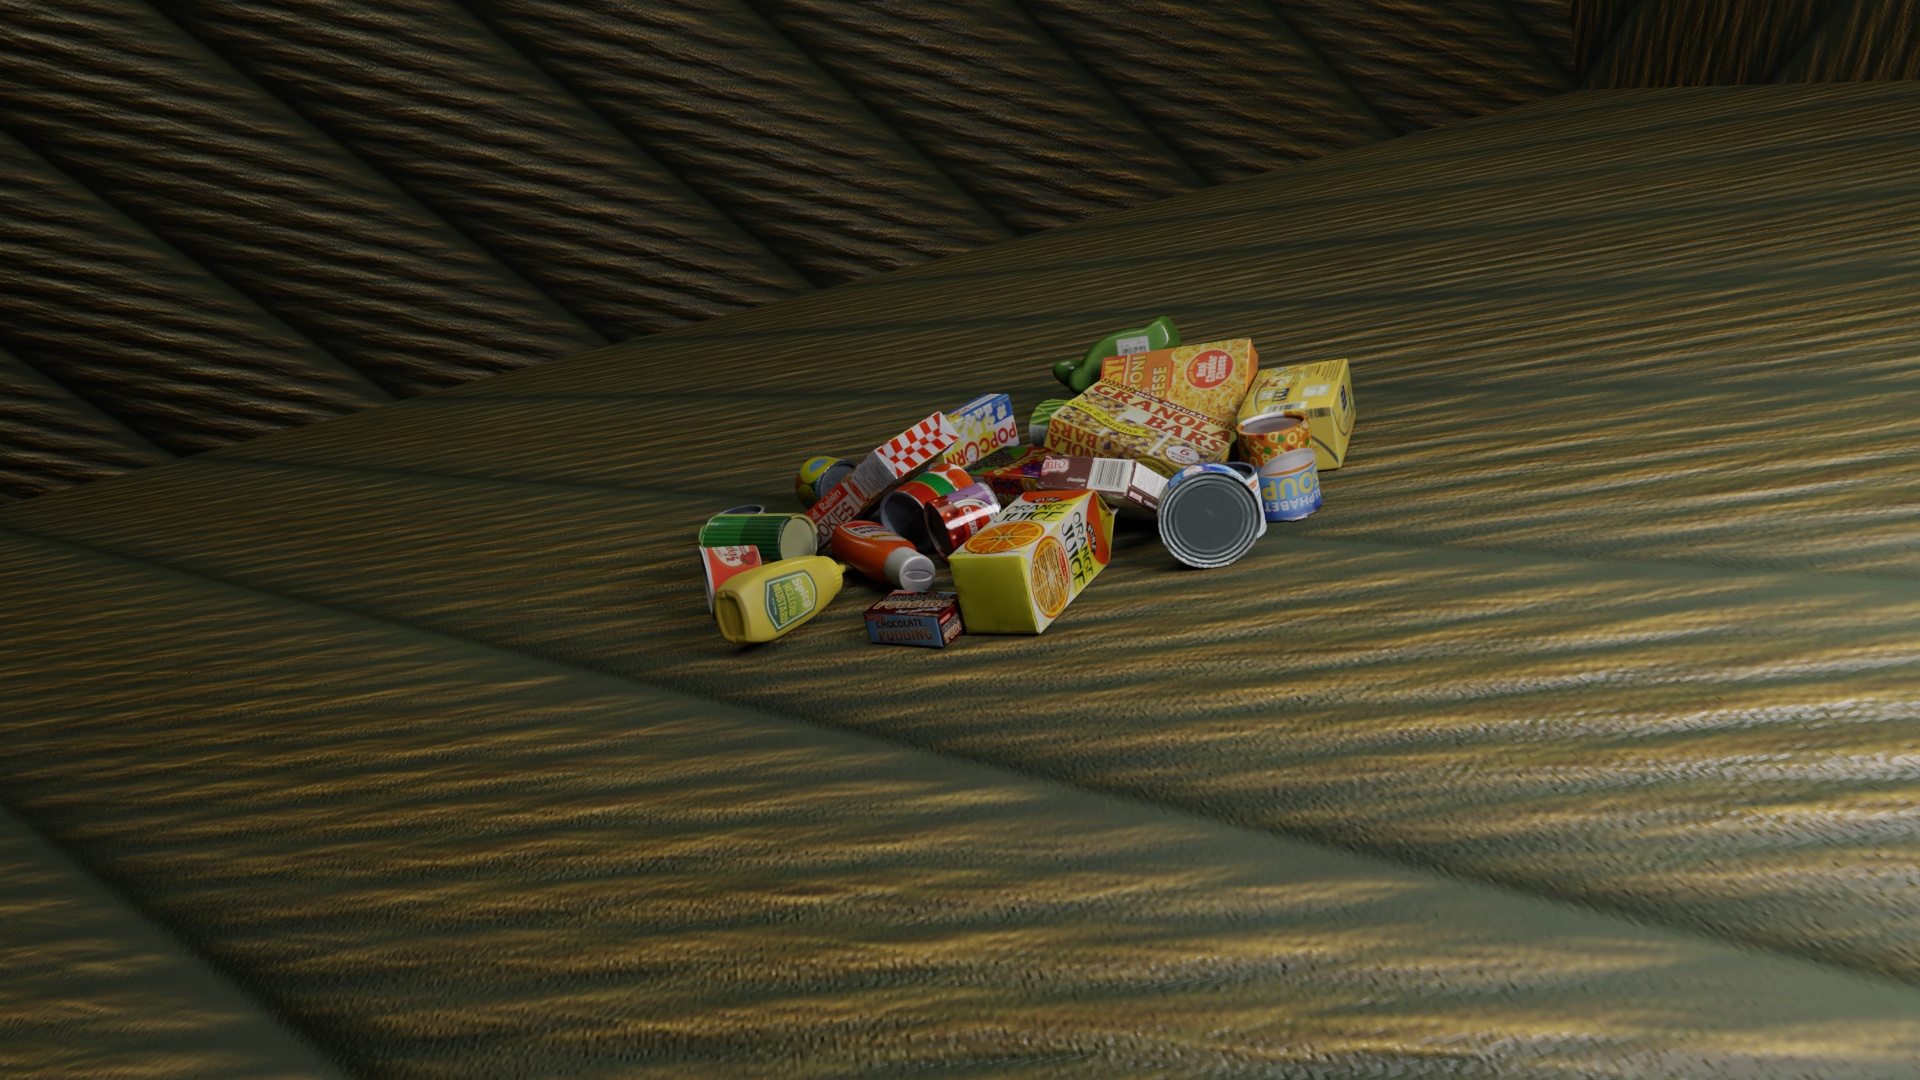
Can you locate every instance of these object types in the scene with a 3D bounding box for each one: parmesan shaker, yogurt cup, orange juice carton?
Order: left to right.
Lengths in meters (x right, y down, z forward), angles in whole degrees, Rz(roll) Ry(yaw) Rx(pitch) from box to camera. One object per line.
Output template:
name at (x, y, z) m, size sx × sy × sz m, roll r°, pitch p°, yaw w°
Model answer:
yogurt cup at (-0.221, 0.036, 1.349) m, size 0.054 × 0.072 × 0.072 m, roll -10°, pitch 17°, yaw -14°
parmesan shaker at (-0.206, 0.004, 1.416) m, size 0.103 × 0.071 × 0.072 m, roll 0°, pitch 23°, yaw 33°
orange juice carton at (0.071, 0.008, 1.208) m, size 0.072 × 0.072 × 0.193 m, roll -2°, pitch 22°, yaw 31°

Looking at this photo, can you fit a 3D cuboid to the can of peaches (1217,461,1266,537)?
can of peaches at (0.232, -0.031, 1.230) m, size 0.071 × 0.058 × 0.071 m, roll -13°, pitch 19°, yaw 5°

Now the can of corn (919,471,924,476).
can of corn at (-0.020, -0.103, 1.606) m, size 0.071 × 0.058 × 0.071 m, roll -12°, pitch 19°, yaw 4°

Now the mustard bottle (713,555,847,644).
mustard bottle at (-0.155, 0.045, 1.279) m, size 0.049 × 0.065 × 0.161 m, roll -2°, pitch 16°, yaw 39°

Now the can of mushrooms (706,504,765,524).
can of mushrooms at (-0.248, -0.013, 1.548) m, size 0.071 × 0.033 × 0.071 m, roll -12°, pitch 19°, yaw 4°

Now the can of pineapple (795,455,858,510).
can of pineapple at (-0.145, -0.059, 1.559) m, size 0.071 × 0.070 × 0.058 m, roll -25°, pitch 21°, yaw -29°

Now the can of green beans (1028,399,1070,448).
can of green beans at (0.120, -0.125, 1.559) m, size 0.071 × 0.071 × 0.058 m, roll -25°, pitch 21°, yaw -29°

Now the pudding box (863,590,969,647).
pudding box at (-0.035, 0.066, 1.183) m, size 0.083 × 0.030 × 0.050 m, roll 1°, pitch 23°, yaw 37°

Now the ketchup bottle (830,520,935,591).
ketchup bottle at (-0.070, 0.016, 1.323) m, size 0.065 × 0.043 × 0.149 m, roll 1°, pitch 12°, yaw -26°

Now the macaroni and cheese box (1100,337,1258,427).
macaroni and cheese box at (0.232, -0.148, 1.495) m, size 0.166 × 0.040 × 0.124 m, roll -5°, pitch 58°, yaw 26°

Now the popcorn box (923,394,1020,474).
popcorn box at (0.011, -0.104, 1.547) m, size 0.038 × 0.085 × 0.127 m, roll 5°, pitch 26°, yaw 43°

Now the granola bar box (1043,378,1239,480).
granola bar box at (0.186, -0.103, 1.394) m, size 0.166 × 0.038 × 0.125 m, roll 24°, pitch 35°, yaw 22°

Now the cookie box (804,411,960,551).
cookie box at (-0.092, -0.058, 1.440) m, size 0.166 × 0.040 × 0.123 m, roll -39°, pitch -1°, yaw 39°

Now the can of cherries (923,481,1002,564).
can of cherries at (0.005, -0.017, 1.331) m, size 0.058 × 0.071 × 0.071 m, roll -20°, pitch 20°, yaw -17°

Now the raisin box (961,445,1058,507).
raisin box at (0.070, -0.068, 1.477) m, size 0.123 × 0.040 × 0.086 m, roll 7°, pitch 27°, yaw 45°

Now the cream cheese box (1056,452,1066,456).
cream cheese box at (0.155, -0.078, 1.410) m, size 0.104 × 0.024 × 0.053 m, roll 29°, pitch 38°, yaw 28°

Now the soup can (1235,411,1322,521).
soup can at (0.288, -0.067, 1.251) m, size 0.071 × 0.083 × 0.071 m, roll -12°, pitch 19°, yaw 4°

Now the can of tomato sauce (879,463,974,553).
can of tomato sauce at (-0.029, -0.033, 1.407) m, size 0.071 × 0.071 × 0.083 m, roll 2°, pitch 24°, yaw 39°
